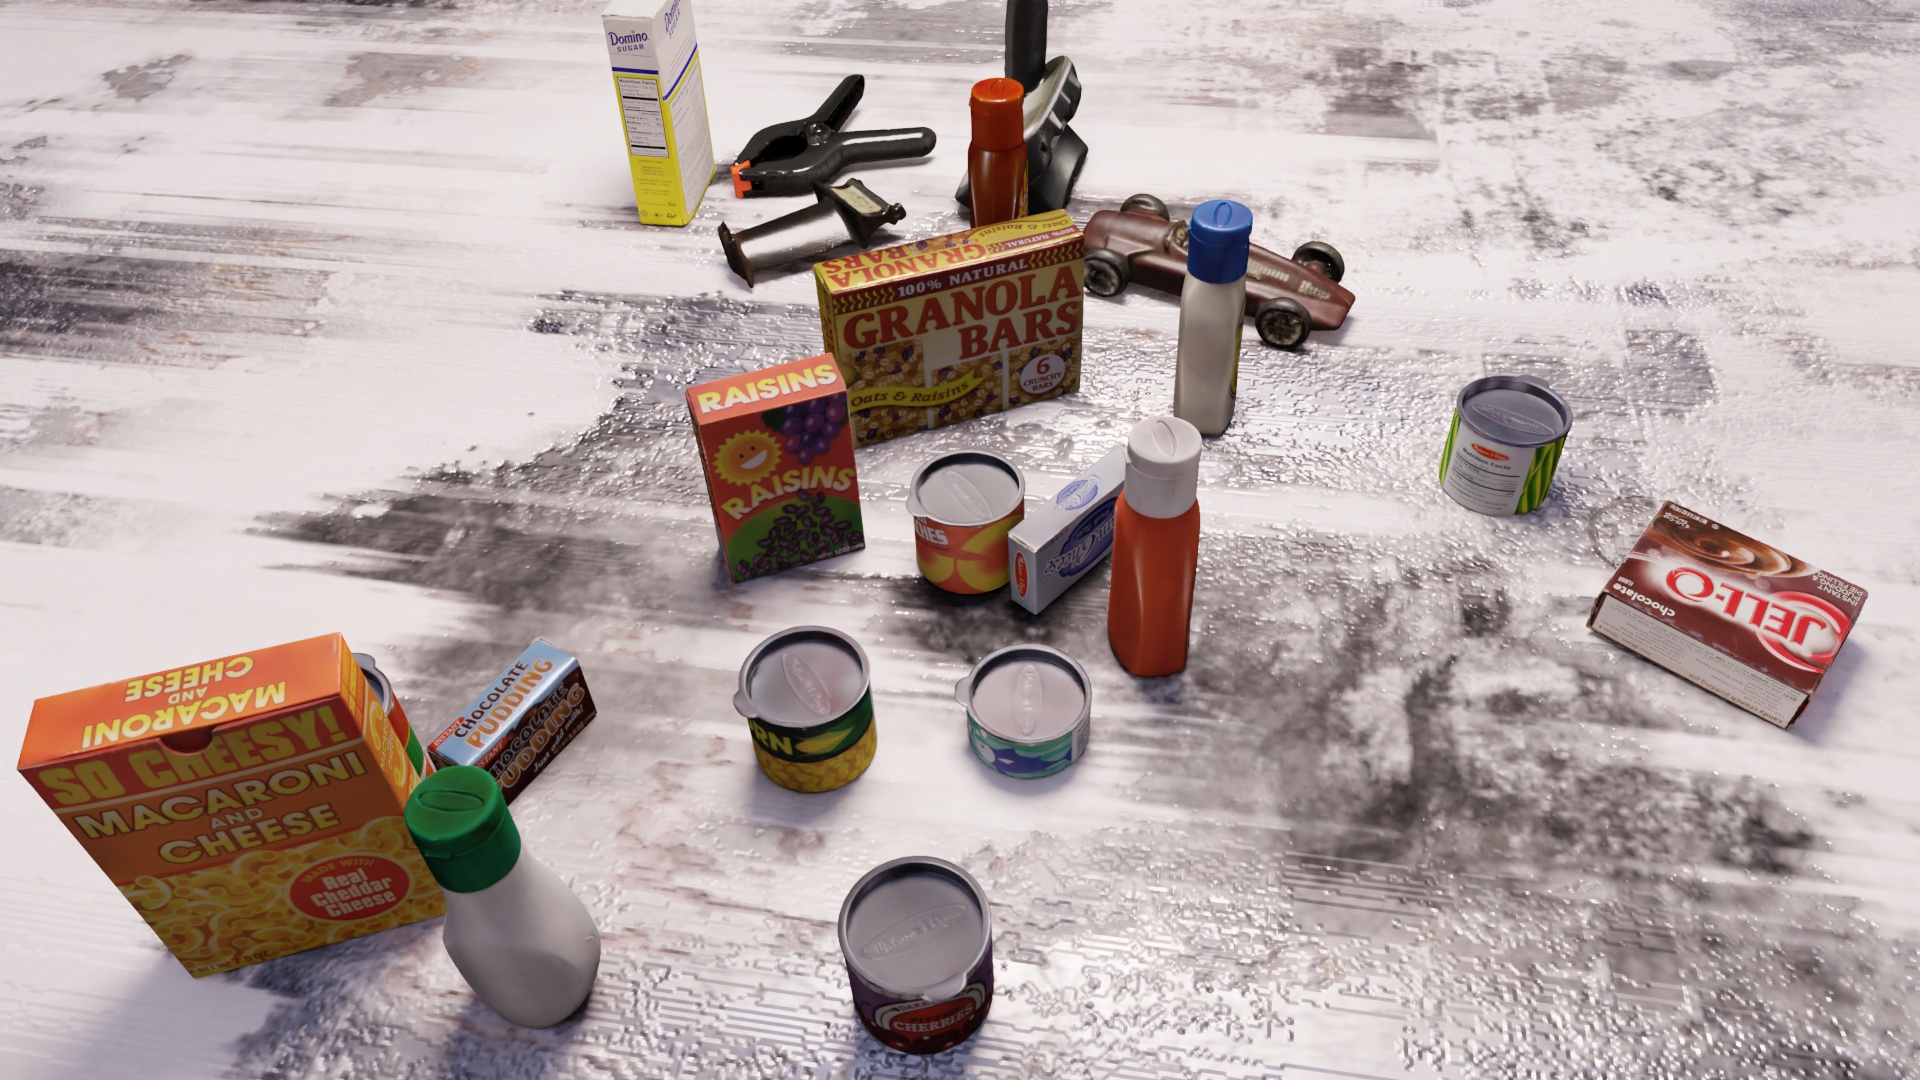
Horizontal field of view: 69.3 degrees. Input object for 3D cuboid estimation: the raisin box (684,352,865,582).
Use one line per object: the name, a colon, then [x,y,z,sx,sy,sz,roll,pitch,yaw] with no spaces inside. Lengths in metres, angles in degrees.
raisin box: [-0.104,-0.041,0.800,0.086,0.122,0.040,-15,46,-12]

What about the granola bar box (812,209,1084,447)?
granola bar box: [-0.003,-0.134,0.889,0.166,0.123,0.039,-16,46,-12]

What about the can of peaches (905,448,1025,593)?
can of peaches: [0.003,-0.010,0.810,0.071,0.057,0.071,-2,45,2]

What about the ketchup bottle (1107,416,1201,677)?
ketchup bottle: [0.102,0.003,0.727,0.043,0.148,0.065,-7,45,-4]

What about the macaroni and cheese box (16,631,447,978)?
macaroni and cheese box: [-0.308,0.122,0.615,0.124,0.165,0.040,-13,45,-10]

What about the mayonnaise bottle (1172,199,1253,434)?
mayonnaise bottle: [0.158,-0.140,0.869,0.041,0.147,0.065,8,46,11]

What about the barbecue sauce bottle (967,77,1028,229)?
barbecue sauce bottle: [0.027,-0.253,0.991,0.044,0.147,0.065,3,45,7]

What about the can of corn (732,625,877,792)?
can of corn: [-0.079,0.088,0.714,0.071,0.058,0.071,-2,45,2]

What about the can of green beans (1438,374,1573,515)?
can of green beans: [0.328,-0.057,0.840,0.071,0.057,0.071,-2,45,2]

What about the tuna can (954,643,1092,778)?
tuna can: [0.033,0.089,0.725,0.071,0.032,0.071,-2,45,2]

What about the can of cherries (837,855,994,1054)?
can of cherries: [-0.018,0.185,0.612,0.071,0.058,0.072,-2,45,2]

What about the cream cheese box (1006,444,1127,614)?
cream cheese box: [0.069,-0.007,0.806,0.024,0.053,0.104,32,54,30]

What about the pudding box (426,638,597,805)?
pudding box: [-0.231,0.097,0.719,0.030,0.049,0.084,21,50,23]

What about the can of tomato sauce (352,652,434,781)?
can of tomato sauce: [-0.302,0.109,0.687,0.071,0.082,0.071,-2,45,2]

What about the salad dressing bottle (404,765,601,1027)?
salad dressing bottle: [-0.195,0.153,0.591,0.064,0.146,0.044,5,45,8]
